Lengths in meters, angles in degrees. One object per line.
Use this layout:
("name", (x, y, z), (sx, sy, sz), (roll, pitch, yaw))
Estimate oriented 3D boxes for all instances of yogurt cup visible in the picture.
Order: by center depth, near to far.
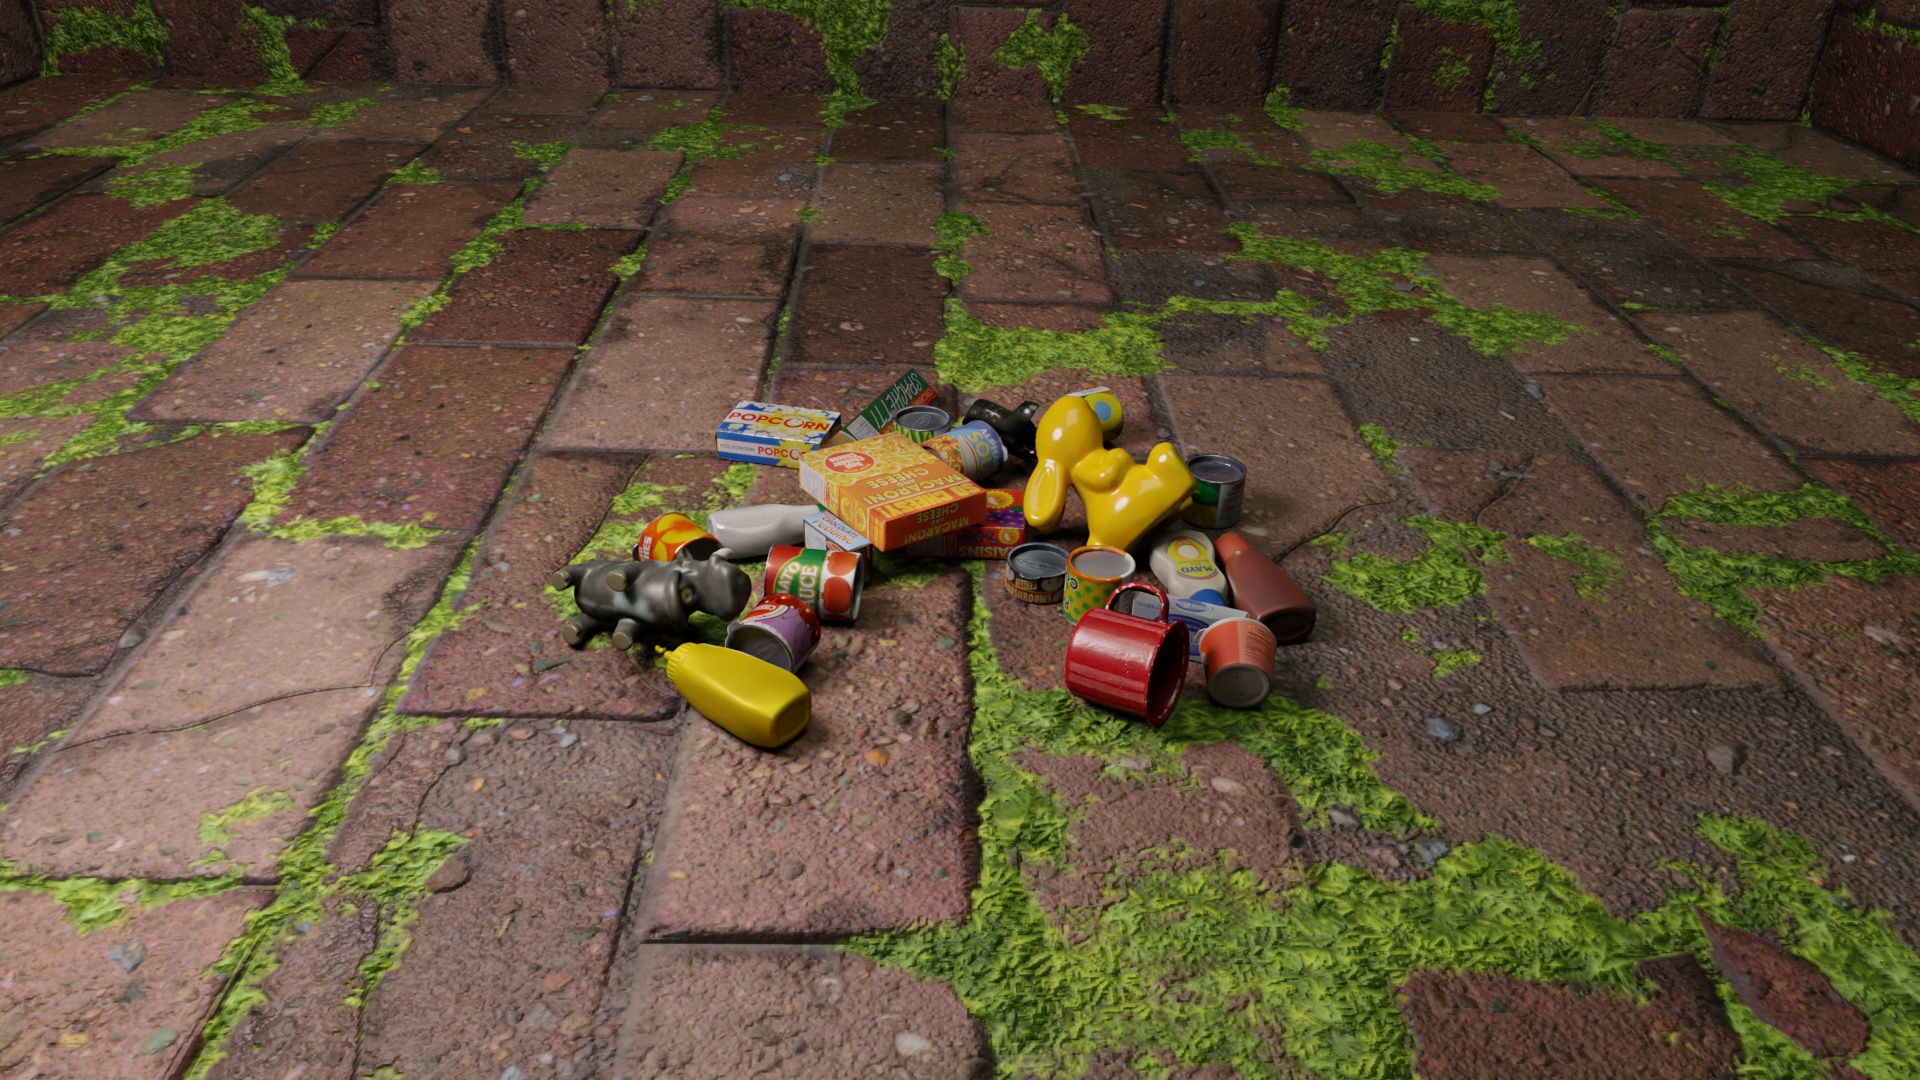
("yogurt cup", (0.243, 0.109, 1.214), (0.072, 0.072, 0.054), (5, 38, 5))

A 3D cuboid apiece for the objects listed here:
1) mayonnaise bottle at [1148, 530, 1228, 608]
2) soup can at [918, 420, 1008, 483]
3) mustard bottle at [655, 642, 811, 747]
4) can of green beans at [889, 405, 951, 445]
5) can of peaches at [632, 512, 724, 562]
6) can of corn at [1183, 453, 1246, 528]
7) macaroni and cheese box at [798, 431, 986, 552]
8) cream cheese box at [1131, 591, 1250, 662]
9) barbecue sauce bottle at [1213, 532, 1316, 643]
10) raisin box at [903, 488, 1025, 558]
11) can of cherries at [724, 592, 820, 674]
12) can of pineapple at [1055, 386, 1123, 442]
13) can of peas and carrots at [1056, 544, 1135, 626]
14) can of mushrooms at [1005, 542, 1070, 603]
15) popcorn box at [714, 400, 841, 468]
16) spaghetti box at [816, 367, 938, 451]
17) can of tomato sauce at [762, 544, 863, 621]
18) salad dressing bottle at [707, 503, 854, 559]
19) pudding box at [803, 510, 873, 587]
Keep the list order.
("mayonnaise bottle", (0.228, 0.042, 1.347), (0.065, 0.041, 0.149), (-3, 30, -6))
("soup can", (-0.001, -0.089, 1.531), (0.071, 0.071, 0.084), (27, 39, 36))
("mustard bottle", (-0.200, 0.121, 1.176), (0.160, 0.048, 0.065), (22, 35, 31))
("can of green beans", (-0.044, -0.114, 1.581), (0.071, 0.057, 0.071), (2, 30, -1))
("can of peaches", (-0.270, 0.015, 1.337), (0.071, 0.071, 0.058), (-23, 39, -36))
("can of corn", (0.270, -0.054, 1.498), (0.071, 0.058, 0.071), (2, 30, -1))
("macaroni and cheese box", (-0.070, -0.052, 1.412), (0.124, 0.040, 0.167), (-17, 35, -31))
("cream cheese box", (0.208, 0.081, 1.267), (0.104, 0.053, 0.024), (12, 34, 17))
("barbecue sauce bottle", (0.287, 0.043, 1.349), (0.065, 0.043, 0.149), (-5, 30, -11))
("raisin box", (0.005, -0.018, 1.439), (0.123, 0.040, 0.086), (1, 29, 1))
("can of cherries", (-0.165, 0.085, 1.218), (0.071, 0.071, 0.059), (12, 31, 17))
("can of pineapple", (0.151, -0.143, 1.638), (0.058, 0.070, 0.071), (-15, 34, -27))
("can of peas and carrots", (0.129, 0.044, 1.320), (0.071, 0.058, 0.071), (2, 30, -1))
("can of mushrooms", (0.076, 0.033, 1.361), (0.071, 0.033, 0.071), (2, 30, -1))
("popcorn box", (-0.209, -0.121, 1.601), (0.127, 0.038, 0.085), (8, 30, 10))
("spaghetti box", (-0.097, -0.134, 1.617), (0.050, 0.028, 0.251), (47, 36, -5))
("can of tomato sauce", (-0.137, 0.041, 1.300), (0.083, 0.070, 0.071), (5, 30, 4))
("salad dressing bottle", (-0.181, -0.014, 1.416), (0.148, 0.043, 0.064), (-8, 30, -20))
("pudding box", (-0.121, 0.011, 1.370), (0.030, 0.049, 0.084), (-21, 37, -32))
